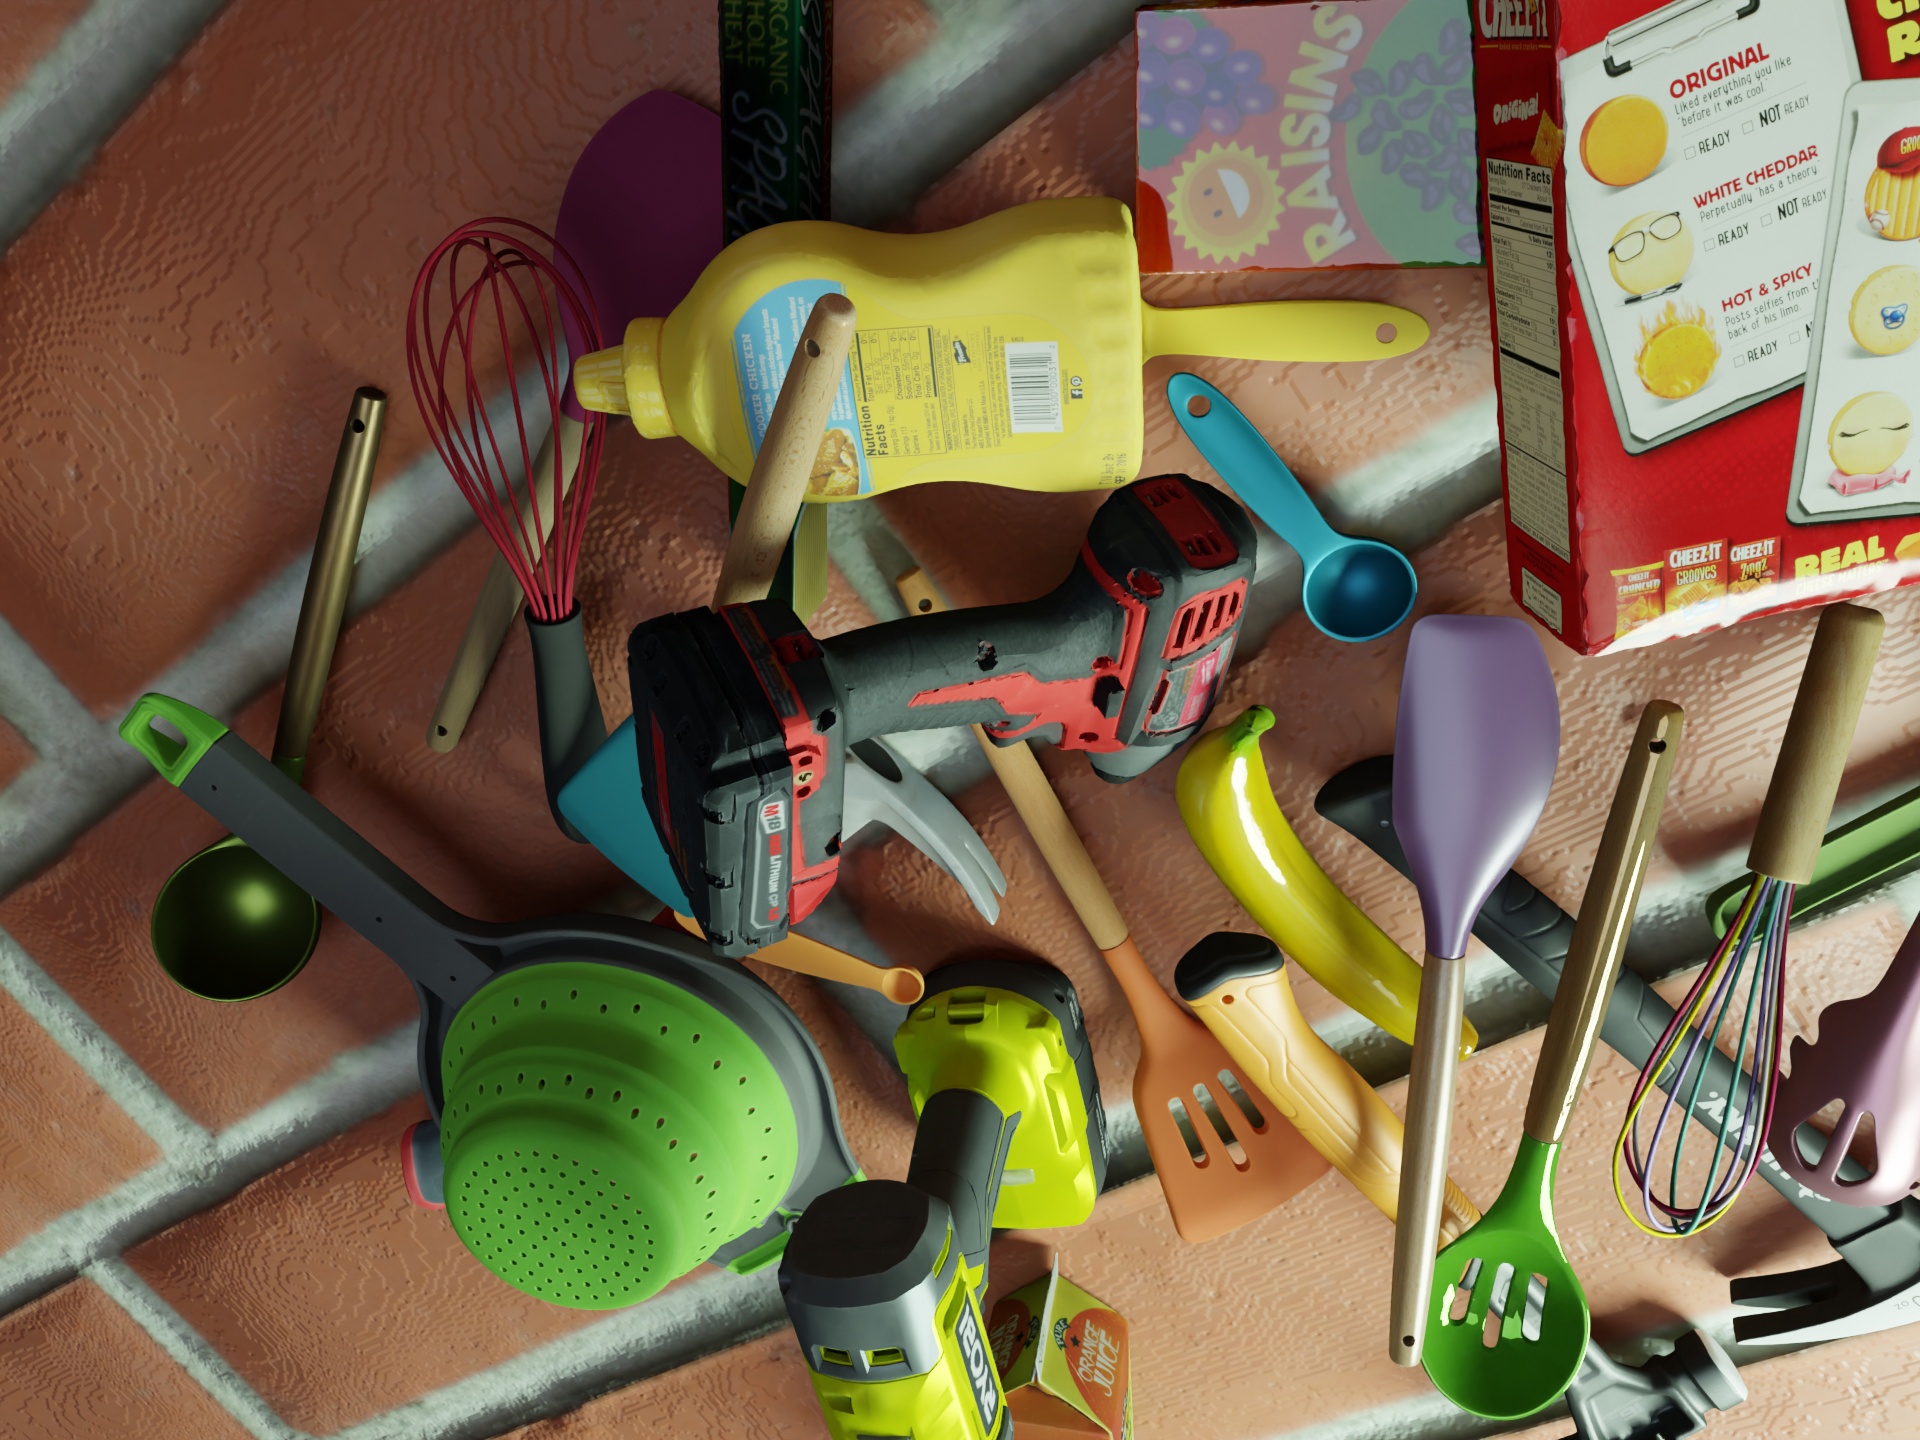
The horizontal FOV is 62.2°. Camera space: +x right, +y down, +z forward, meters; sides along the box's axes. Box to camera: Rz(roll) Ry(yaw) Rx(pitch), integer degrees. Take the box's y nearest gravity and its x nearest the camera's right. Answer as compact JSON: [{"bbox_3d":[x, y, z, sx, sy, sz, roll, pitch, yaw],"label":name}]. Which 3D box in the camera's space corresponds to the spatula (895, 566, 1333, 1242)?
[{"bbox_3d":[0.057,0.077,0.678,0.081,0.041,0.322,-30,105,1],"label":"spatula"}]

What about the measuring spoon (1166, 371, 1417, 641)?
[{"bbox_3d":[0.120,-0.082,0.588,0.042,0.021,0.128,-37,106,25],"label":"measuring spoon"}]

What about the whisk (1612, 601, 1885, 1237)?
[{"bbox_3d":[0.289,0.077,0.580,0.047,0.051,0.245,16,99,23],"label":"whisk"}]

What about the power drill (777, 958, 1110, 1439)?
[{"bbox_3d":[0.004,0.226,0.657,0.080,0.229,0.190,-7,114,17],"label":"power drill"}]

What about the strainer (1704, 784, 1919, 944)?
[{"bbox_3d":[0.385,0.024,0.549,0.256,0.069,0.151,-35,103,25],"label":"strainer"}]

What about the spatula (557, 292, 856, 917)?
[{"bbox_3d":[-0.089,-0.032,0.582,0.082,0.044,0.317,39,143,7],"label":"spatula"}]

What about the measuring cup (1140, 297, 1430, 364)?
[{"bbox_3d":[0.087,-0.136,0.569,0.156,0.029,0.062,3,117,15],"label":"measuring cup"}]

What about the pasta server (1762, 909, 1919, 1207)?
[{"bbox_3d":[0.346,0.039,0.539,0.060,0.040,0.316,25,116,33],"label":"pasta server"}]

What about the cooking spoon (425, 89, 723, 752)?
[{"bbox_3d":[-0.167,-0.106,0.657,0.068,0.017,0.318,27,120,-10],"label":"cooking spoon"}]

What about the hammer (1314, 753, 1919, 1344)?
[{"bbox_3d":[0.277,0.131,0.647,0.334,0.035,0.146,40,125,-5],"label":"hammer"}]

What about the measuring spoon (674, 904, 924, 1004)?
[{"bbox_3d":[-0.071,0.100,0.700,0.117,0.011,0.021,17,118,7],"label":"measuring spoon"}]

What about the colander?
[{"bbox_3d":[-0.224,0.142,0.705,0.397,0.095,0.204,42,118,-12],"label":"colander"}]

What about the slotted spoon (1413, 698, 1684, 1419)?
[{"bbox_3d":[0.236,0.140,0.621,0.070,0.031,0.313,12,111,14],"label":"slotted spoon"}]

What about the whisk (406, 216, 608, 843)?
[{"bbox_3d":[-0.168,-0.060,0.643,0.073,0.073,0.295,10,130,10],"label":"whisk"}]

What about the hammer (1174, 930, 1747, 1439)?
[{"bbox_3d":[0.199,0.217,0.688,0.127,0.034,0.336,-38,107,15],"label":"hammer"}]

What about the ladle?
[{"bbox_3d":[-0.307,-0.002,0.725,0.078,0.062,0.320,23,117,-4],"label":"ladle"}]

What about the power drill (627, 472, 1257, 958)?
[{"bbox_3d":[-0.001,-0.002,0.576,0.219,0.079,0.143,-19,146,-20],"label":"power drill"}]

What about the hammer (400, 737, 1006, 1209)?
[{"bbox_3d":[-0.148,0.142,0.766,0.143,0.038,0.386,41,118,-10],"label":"hammer"}]

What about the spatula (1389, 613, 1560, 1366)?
[{"bbox_3d":[0.189,0.114,0.621,0.060,0.018,0.315,4,105,8],"label":"spatula"}]
